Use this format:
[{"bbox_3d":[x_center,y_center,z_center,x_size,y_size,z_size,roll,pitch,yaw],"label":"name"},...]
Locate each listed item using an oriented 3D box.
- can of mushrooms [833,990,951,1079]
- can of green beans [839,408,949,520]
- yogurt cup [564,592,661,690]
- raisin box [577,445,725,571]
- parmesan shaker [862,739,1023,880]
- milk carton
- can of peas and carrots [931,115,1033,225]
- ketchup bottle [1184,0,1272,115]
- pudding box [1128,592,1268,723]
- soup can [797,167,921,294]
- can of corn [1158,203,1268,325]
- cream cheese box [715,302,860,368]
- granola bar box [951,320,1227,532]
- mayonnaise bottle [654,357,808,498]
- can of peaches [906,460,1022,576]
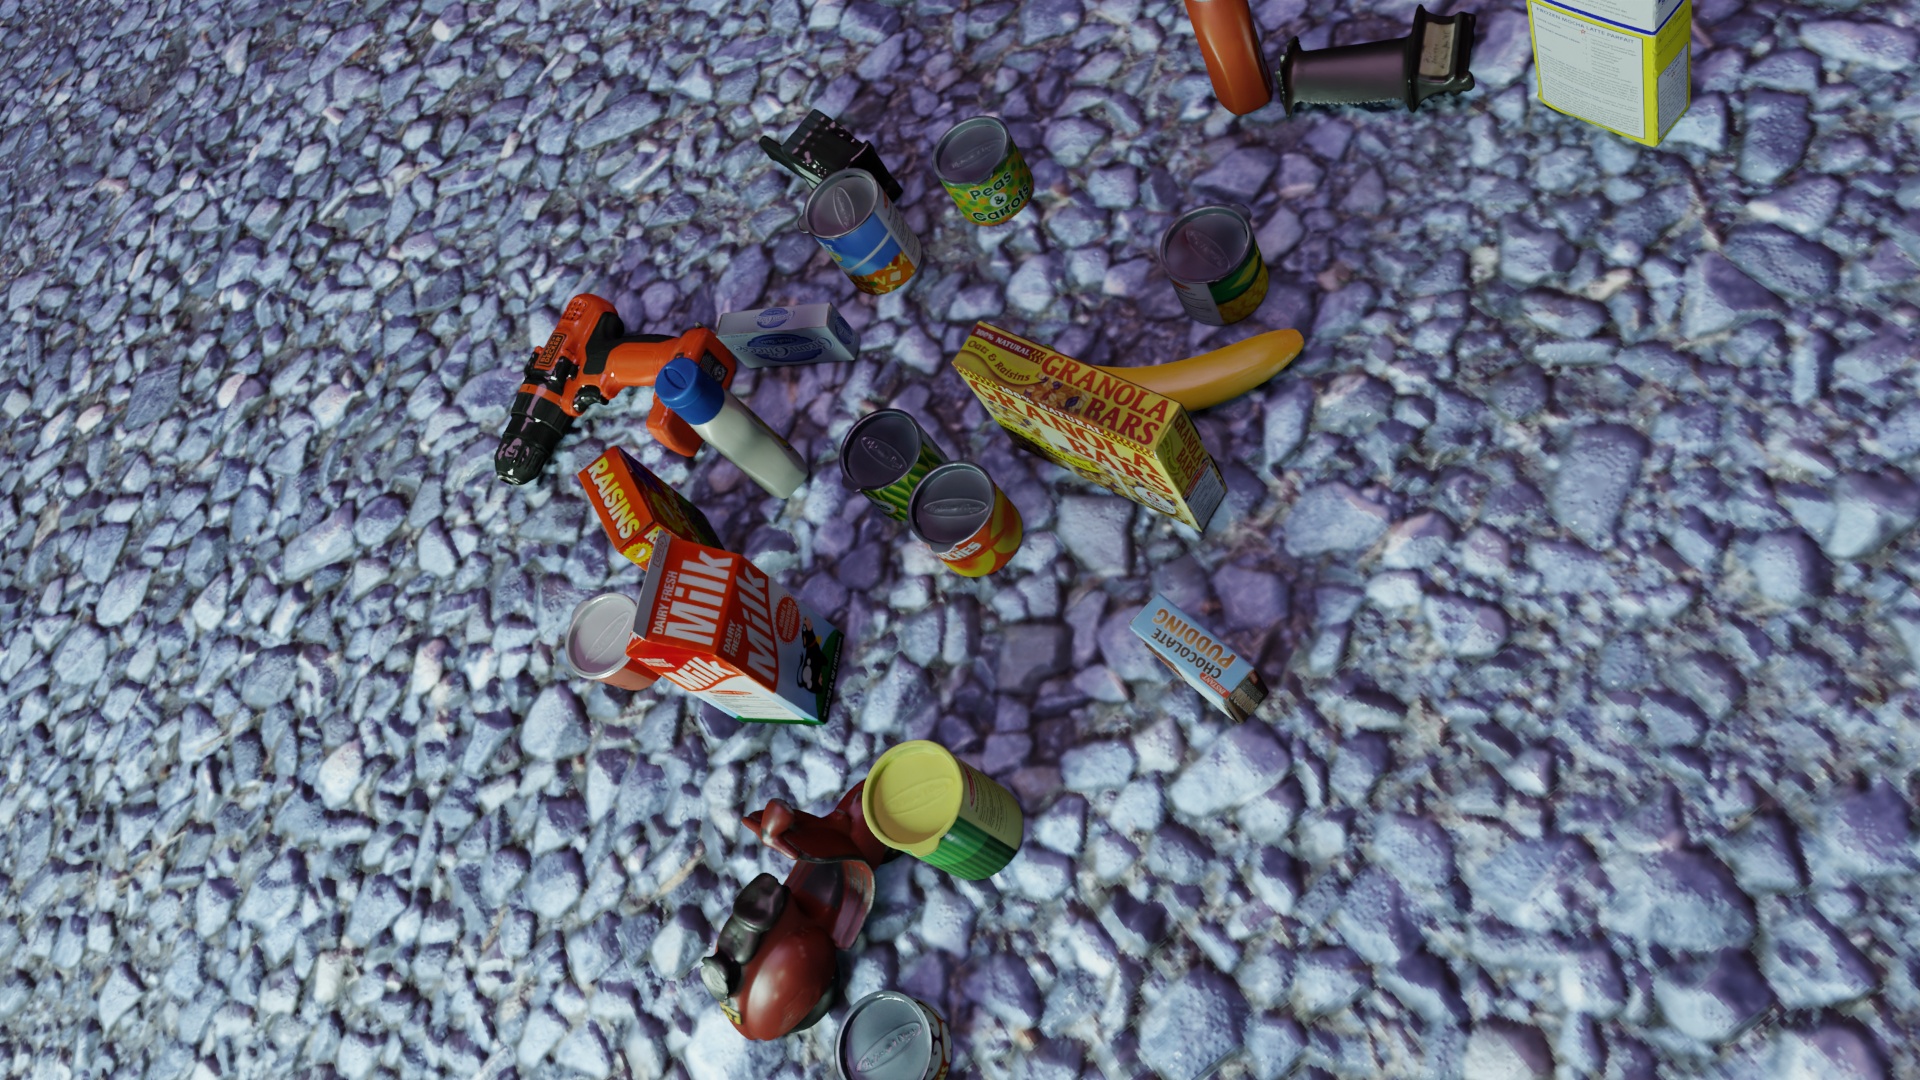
[{"bbox_3d":[-0.040,0.314,0.851,0.071,0.033,0.071,-10,62,20],"label":"can of mushrooms"},{"bbox_3d":[-0.047,-0.055,1.020,0.071,0.057,0.071,-10,62,20],"label":"can of green beans"},{"bbox_3d":[-0.256,0.080,1.052,0.072,0.054,0.072,-10,62,20],"label":"yogurt cup"},{"bbox_3d":[-0.222,-0.008,1.038,0.040,0.123,0.086,-38,56,4],"label":"raisin box"},{"bbox_3d":[-0.008,0.172,0.864,0.071,0.103,0.071,-10,62,20],"label":"parmesan shaker"},{"bbox_3d":[-0.158,0.062,0.934,0.073,0.190,0.072,-1,66,24],"label":"milk carton"},{"bbox_3d":[0.019,-0.292,1.105,0.071,0.058,0.071,-10,62,20],"label":"can of peas and carrots"},{"bbox_3d":[0.191,-0.381,1.015,0.043,0.148,0.065,-22,59,14],"label":"ketchup bottle"},{"bbox_3d":[0.149,0.074,0.872,0.030,0.049,0.084,-48,56,-3],"label":"pudding box"},{"bbox_3d":[-0.080,-0.245,1.112,0.071,0.083,0.071,-10,62,20],"label":"soup can"},{"bbox_3d":[0.182,-0.196,0.983,0.071,0.058,0.071,-10,62,20],"label":"can of corn"},{"bbox_3d":[-0.138,-0.164,1.118,0.104,0.053,0.024,-1,66,24],"label":"cream cheese box"},{"bbox_3d":[0.088,-0.077,0.929,0.166,0.124,0.039,28,80,32],"label":"granola bar box"},{"bbox_3d":[-0.172,-0.085,1.038,0.041,0.147,0.065,-47,56,-2],"label":"mayonnaise bottle"},{"bbox_3d":[0.003,-0.012,0.976,0.071,0.058,0.071,-10,62,20],"label":"can of peaches"}]
